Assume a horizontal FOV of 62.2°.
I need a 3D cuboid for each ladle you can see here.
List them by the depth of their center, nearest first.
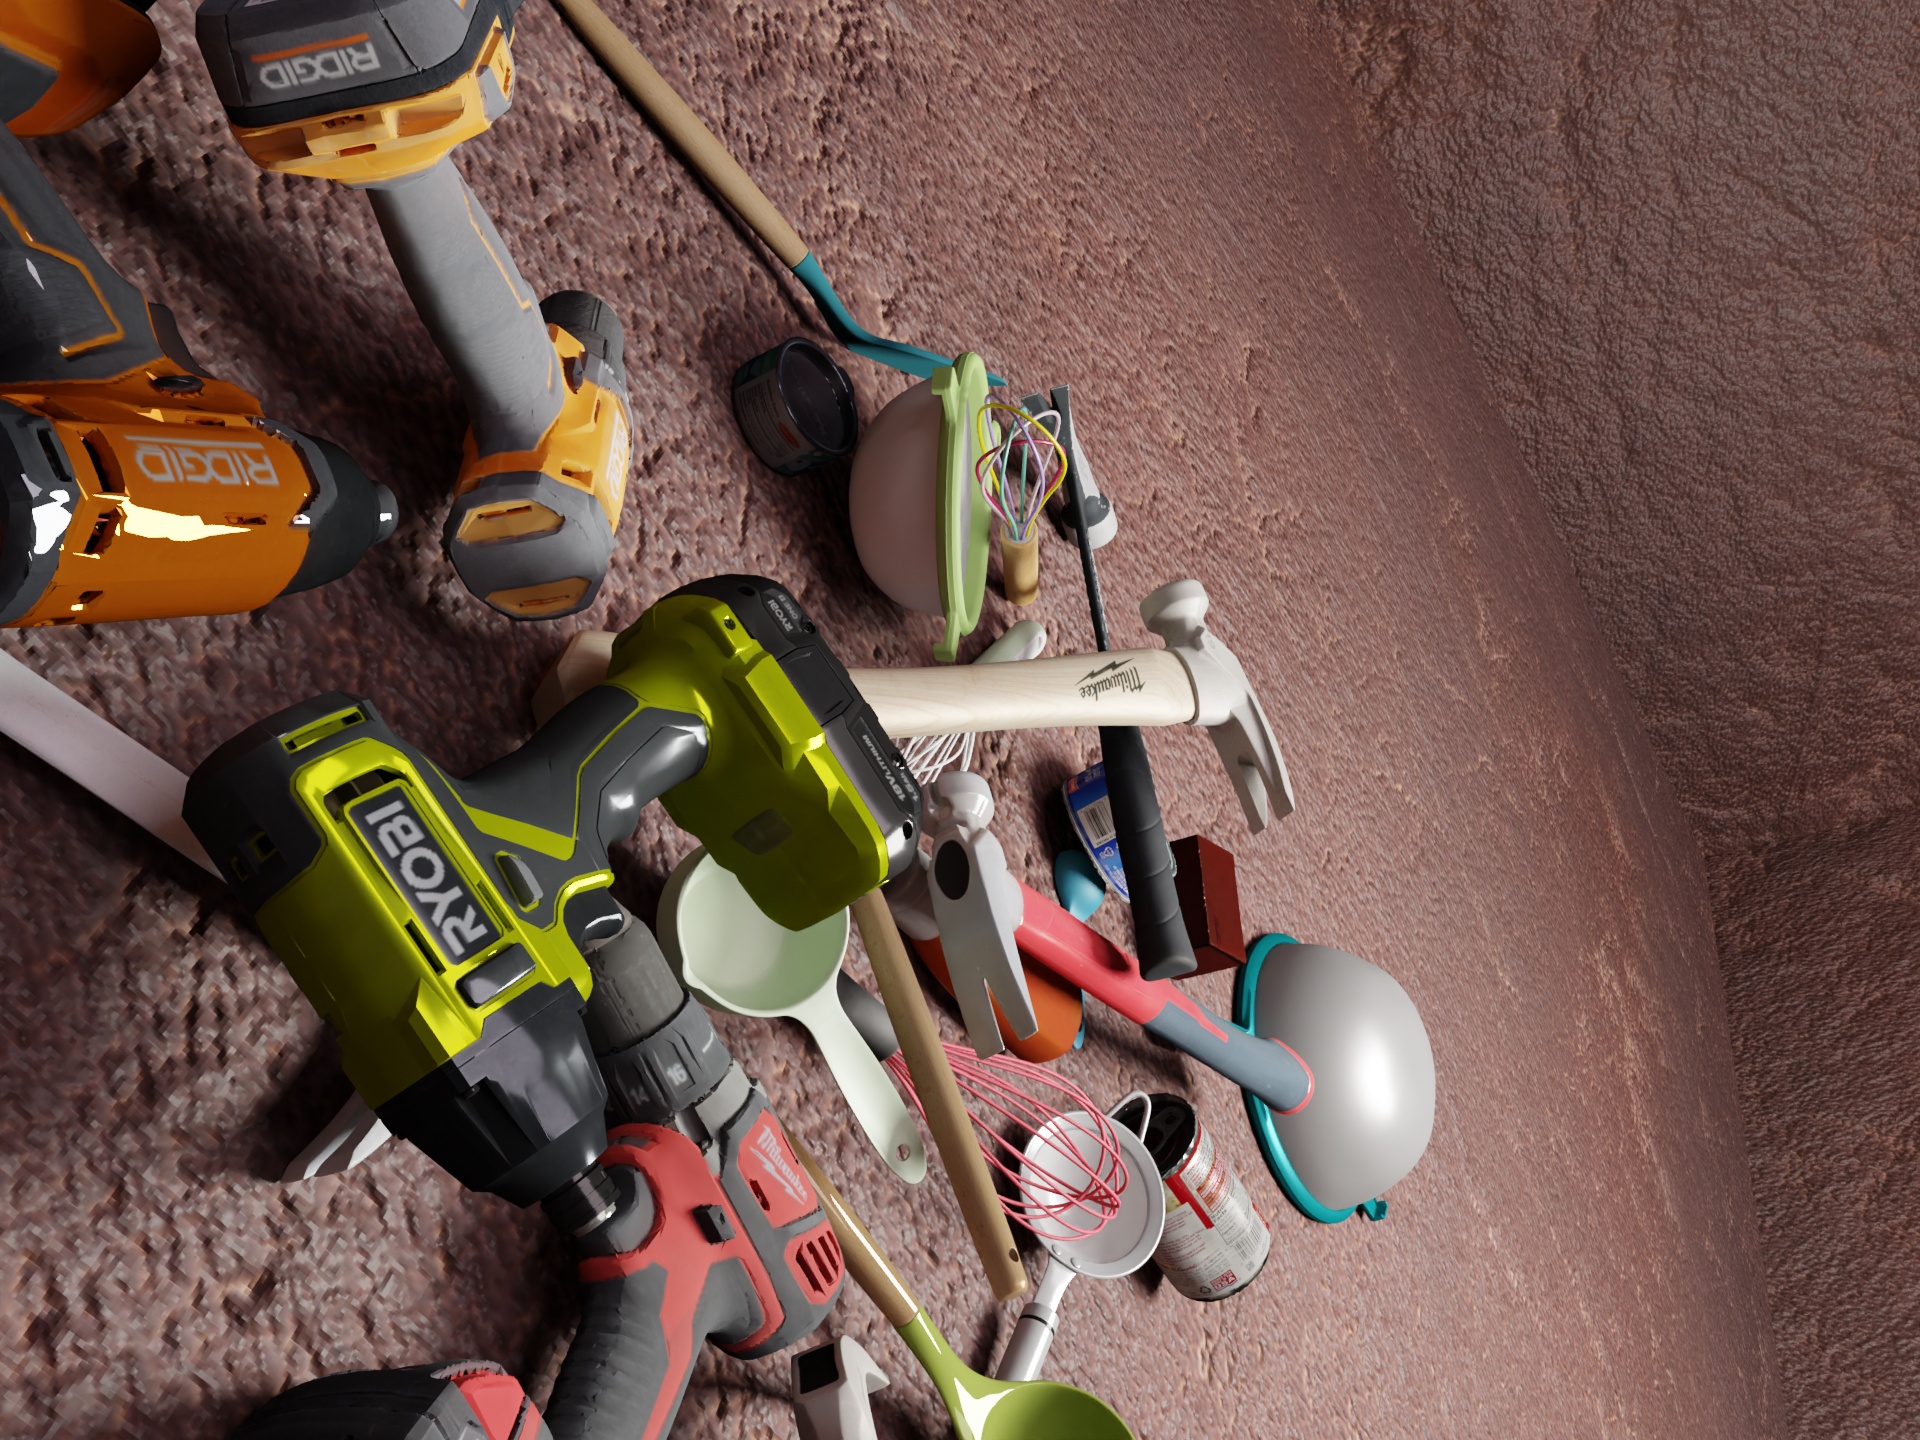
[{"bbox_3d":[-0.029,0.227,0.665,0.320,0.062,0.078,55,35,-12],"label":"ladle"}]

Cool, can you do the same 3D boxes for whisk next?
[{"bbox_3d":[-0.020,0.157,0.732,0.295,0.073,0.073,41,41,-27],"label":"whisk"},{"bbox_3d":[0.004,-0.012,0.887,0.246,0.059,0.057,-46,151,-61],"label":"whisk"},{"bbox_3d":[0.035,-0.112,0.890,0.244,0.047,0.051,80,13,-73],"label":"whisk"}]

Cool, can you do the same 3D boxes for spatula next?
[{"bbox_3d":[-0.099,-0.278,0.863,0.317,0.082,0.044,44,77,-32],"label":"spatula"}]

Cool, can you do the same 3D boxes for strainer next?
[{"bbox_3d":[0.039,0.288,0.782,0.087,0.050,0.258,37,43,-3],"label":"strainer"},{"bbox_3d":[-0.018,-0.140,0.906,0.256,0.069,0.151,-73,164,-69],"label":"strainer"},{"bbox_3d":[0.251,0.229,1.101,0.340,0.095,0.211,31,49,-50],"label":"strainer"}]

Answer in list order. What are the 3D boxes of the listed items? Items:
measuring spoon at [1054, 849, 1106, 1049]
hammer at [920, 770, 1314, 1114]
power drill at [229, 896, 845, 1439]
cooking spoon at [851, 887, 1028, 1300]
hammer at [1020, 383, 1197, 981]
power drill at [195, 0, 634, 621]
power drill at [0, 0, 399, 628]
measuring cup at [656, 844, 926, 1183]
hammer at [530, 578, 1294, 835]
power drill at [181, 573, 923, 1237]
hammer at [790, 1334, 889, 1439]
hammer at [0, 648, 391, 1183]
[{"bbox_3d":[0.074,0.132,0.939,0.042,0.021,0.129,40,40,-41],"label":"measuring spoon"},{"bbox_3d":[0.106,0.164,0.861,0.385,0.038,0.143,38,29,-45],"label":"hammer"},{"bbox_3d":[-0.130,0.181,0.529,0.187,0.080,0.227,66,27,-15],"label":"power drill"},{"bbox_3d":[-0.035,0.100,0.704,0.068,0.017,0.319,22,37,-51],"label":"cooking spoon"},{"bbox_3d":[0.087,-0.029,0.931,0.149,0.036,0.409,64,15,-49],"label":"hammer"},{"bbox_3d":[-0.176,-0.176,0.587,0.186,0.084,0.226,-95,174,-48],"label":"power drill"},{"bbox_3d":[-0.257,-0.135,0.465,0.226,0.084,0.164,66,21,3],"label":"power drill"},{"bbox_3d":[-0.065,0.121,0.657,0.083,0.038,0.167,-36,102,-32],"label":"measuring cup"},{"bbox_3d":[-0.001,-0.002,0.753,0.410,0.038,0.146,-2,62,-40],"label":"hammer"},{"bbox_3d":[-0.114,0.048,0.530,0.171,0.080,0.223,56,37,0],"label":"power drill"},{"bbox_3d":[-0.004,0.391,0.622,0.130,0.031,0.331,-130,-158,-77],"label":"hammer"},{"bbox_3d":[-0.283,-0.017,0.433,0.405,0.035,0.144,47,38,-35],"label":"hammer"}]
